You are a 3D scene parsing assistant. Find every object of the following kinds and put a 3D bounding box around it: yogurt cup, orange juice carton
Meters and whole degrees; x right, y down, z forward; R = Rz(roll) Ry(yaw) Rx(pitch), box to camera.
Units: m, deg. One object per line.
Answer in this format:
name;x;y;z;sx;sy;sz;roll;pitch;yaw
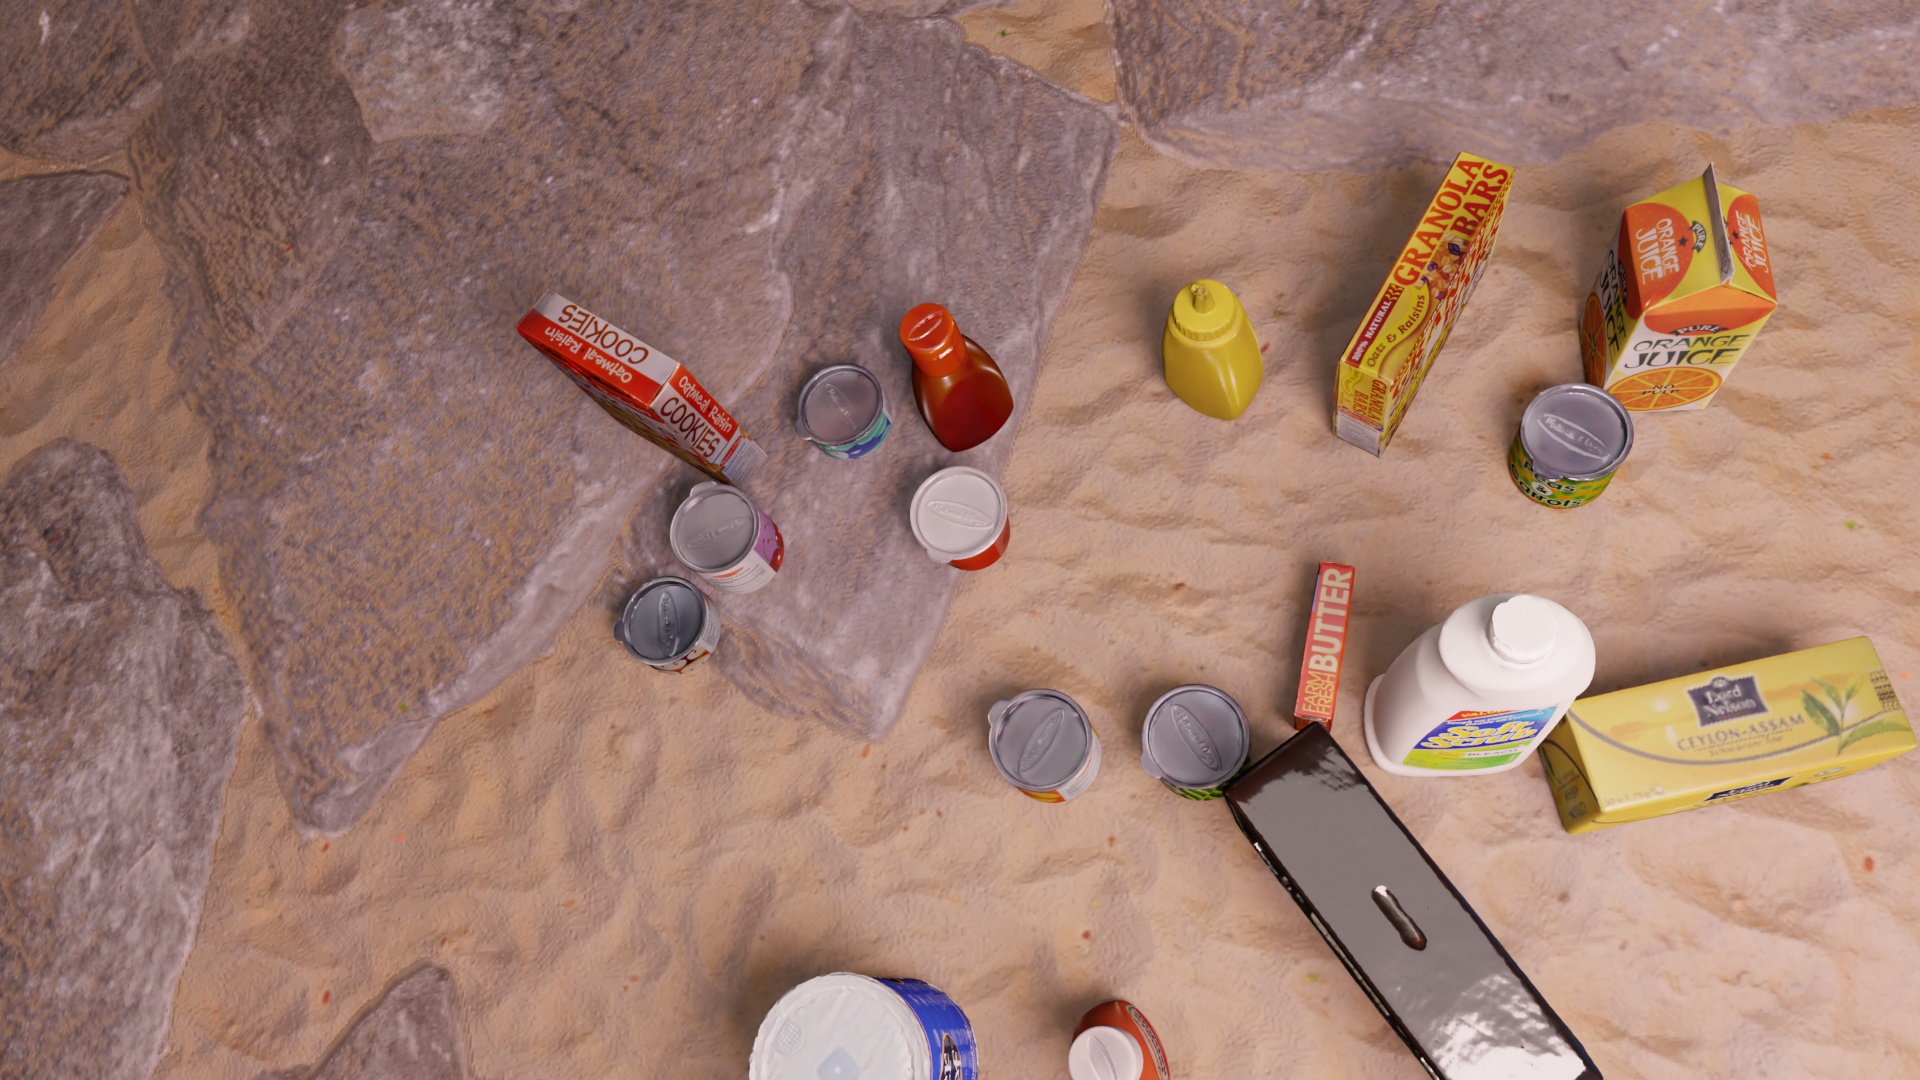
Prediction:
yogurt cup;0.003;-0.012;0.967;0.072;0.054;0.072;-4;71;12
orange juice carton;0.433;-0.147;0.841;0.073;0.192;0.072;-3;71;12

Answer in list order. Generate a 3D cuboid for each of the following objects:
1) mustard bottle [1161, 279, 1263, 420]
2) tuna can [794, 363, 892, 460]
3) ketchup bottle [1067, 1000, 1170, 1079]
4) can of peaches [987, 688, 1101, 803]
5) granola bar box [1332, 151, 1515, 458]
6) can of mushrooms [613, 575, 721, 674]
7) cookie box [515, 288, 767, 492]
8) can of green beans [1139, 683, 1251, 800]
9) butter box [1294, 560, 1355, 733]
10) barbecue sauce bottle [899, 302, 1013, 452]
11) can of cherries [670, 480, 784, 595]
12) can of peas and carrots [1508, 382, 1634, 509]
mustard bottle;0.165;-0.131;0.914;0.065;0.160;0.049;28;80;20
tuna can;-0.087;-0.093;1.027;0.071;0.032;0.071;-4;70;12
ketchup bottle;0.089;0.295;0.789;0.043;0.148;0.065;-28;68;3
can of peaches;0.054;0.133;0.902;0.071;0.058;0.071;-4;71;12
granola bar box;0.300;-0.152;0.910;0.039;0.124;0.166;28;80;20
can of mushrooms;-0.210;0.062;1.001;0.071;0.033;0.071;-4;70;12
cookie box;-0.223;-0.102;0.988;0.123;0.167;0.040;29;80;20
can of green beans;0.151;0.129;0.882;0.071;0.057;0.071;-4;71;12
butter box;0.232;0.069;0.887;0.024;0.053;0.104;9;74;16
barbecue sauce bottle;-0.006;-0.112;0.953;0.065;0.148;0.044;-37;68;-1
can of cherries;-0.167;-0.002;1.000;0.071;0.058;0.071;-4;71;12
can of peas and carrots;0.389;-0.058;0.892;0.071;0.058;0.071;-4;71;12
